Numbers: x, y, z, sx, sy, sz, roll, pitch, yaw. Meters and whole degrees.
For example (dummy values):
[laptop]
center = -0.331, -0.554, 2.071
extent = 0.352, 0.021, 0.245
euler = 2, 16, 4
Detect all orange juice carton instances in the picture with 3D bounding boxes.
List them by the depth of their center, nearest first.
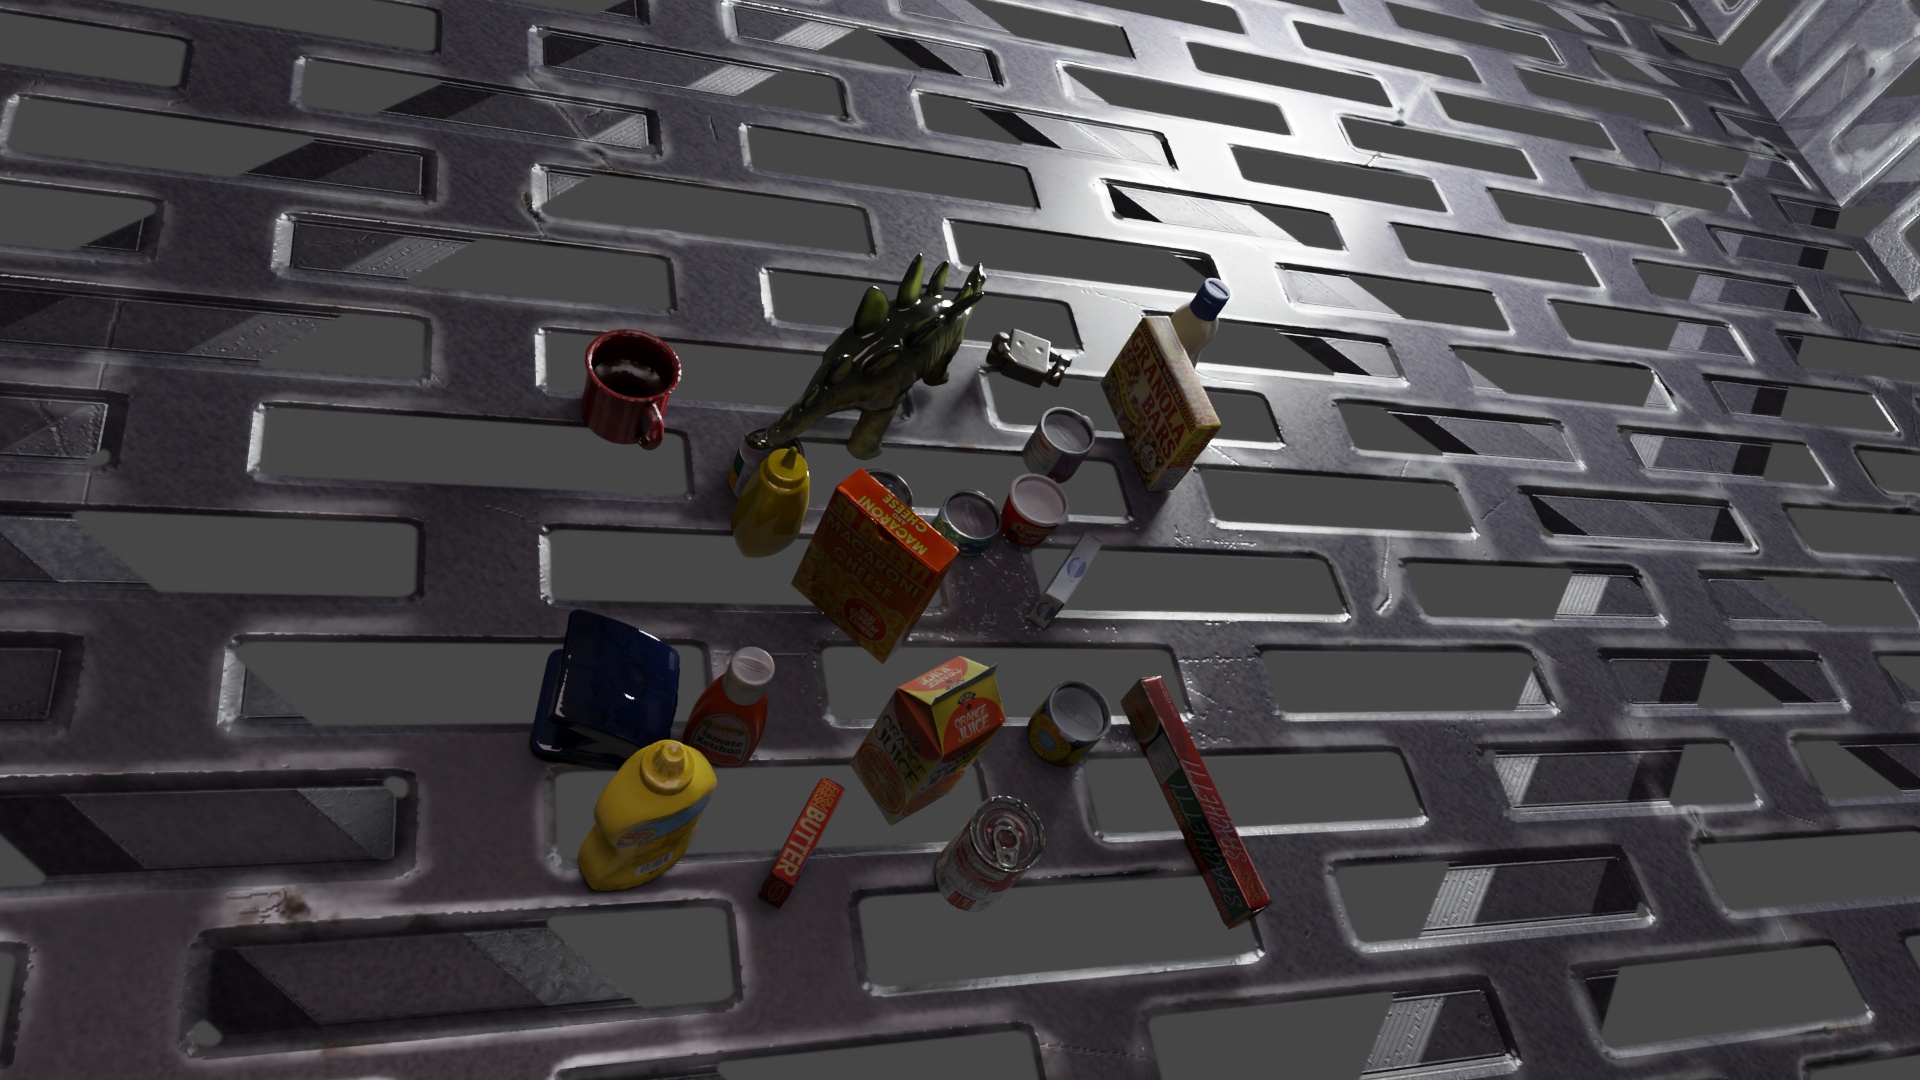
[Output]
[orange juice carton]
center = -0.026, 0.168, 1.212
extent = 0.072, 0.191, 0.073
euler = -23, 68, -35

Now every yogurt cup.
[yogurt cup]
center = 0.076, -0.030, 1.494
extent = 0.072, 0.053, 0.073
euler = 12, 52, -15

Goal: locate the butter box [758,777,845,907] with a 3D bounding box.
[butter box]
center = -0.136, 0.257, 1.189
extent = 0.024, 0.052, 0.104
euler = 29, 49, -1

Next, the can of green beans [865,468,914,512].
[can of green beans]
center = -0.089, -0.030, 1.420
extent = 0.071, 0.057, 0.071
euler = 12, 52, -15

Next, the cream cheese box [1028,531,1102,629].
[cream cheese box]
center = 0.110, 0.042, 1.456
extent = 0.024, 0.053, 0.104
euler = 34, 49, 3

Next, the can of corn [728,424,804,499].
[can of corn]
center = -0.196, -0.075, 1.406
extent = 0.071, 0.058, 0.071
euler = 12, 52, -15

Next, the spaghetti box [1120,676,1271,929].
[spaghetti box]
center = 0.226, 0.252, 1.353
extent = 0.029, 0.050, 0.251
euler = -8, 59, -28

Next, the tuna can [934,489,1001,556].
[tuna can]
center = 0.005, -0.018, 1.468
extent = 0.071, 0.032, 0.071
euler = 12, 52, -15

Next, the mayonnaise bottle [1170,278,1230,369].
[mayonnaise bottle]
center = 0.279, -0.255, 1.688
extent = 0.065, 0.147, 0.041
euler = 40, 50, 8

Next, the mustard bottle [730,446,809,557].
[mustard bottle]
center = -0.175, -0.044, 1.324
extent = 0.065, 0.159, 0.049
euler = -12, 62, -30

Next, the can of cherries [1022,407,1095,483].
[can of cherries]
center = 0.112, -0.107, 1.564
extent = 0.071, 0.058, 0.072
euler = 12, 52, -15

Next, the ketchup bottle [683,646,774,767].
[ketchup bottle]
center = -0.193, 0.142, 1.187
extent = 0.065, 0.148, 0.044
euler = 20, 50, -9

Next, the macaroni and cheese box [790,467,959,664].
[macaroni and cheese box]
center = -0.084, 0.027, 1.308
extent = 0.124, 0.165, 0.040
euler = 40, 50, 8

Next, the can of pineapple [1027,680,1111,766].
[can of pineapple]
center = 0.104, 0.179, 1.348
extent = 0.071, 0.057, 0.071
euler = 12, 52, -15

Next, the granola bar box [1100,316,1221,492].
[granola bar box]
center = 0.230, -0.158, 1.611
extent = 0.039, 0.123, 0.166
euler = -4, 57, -26
